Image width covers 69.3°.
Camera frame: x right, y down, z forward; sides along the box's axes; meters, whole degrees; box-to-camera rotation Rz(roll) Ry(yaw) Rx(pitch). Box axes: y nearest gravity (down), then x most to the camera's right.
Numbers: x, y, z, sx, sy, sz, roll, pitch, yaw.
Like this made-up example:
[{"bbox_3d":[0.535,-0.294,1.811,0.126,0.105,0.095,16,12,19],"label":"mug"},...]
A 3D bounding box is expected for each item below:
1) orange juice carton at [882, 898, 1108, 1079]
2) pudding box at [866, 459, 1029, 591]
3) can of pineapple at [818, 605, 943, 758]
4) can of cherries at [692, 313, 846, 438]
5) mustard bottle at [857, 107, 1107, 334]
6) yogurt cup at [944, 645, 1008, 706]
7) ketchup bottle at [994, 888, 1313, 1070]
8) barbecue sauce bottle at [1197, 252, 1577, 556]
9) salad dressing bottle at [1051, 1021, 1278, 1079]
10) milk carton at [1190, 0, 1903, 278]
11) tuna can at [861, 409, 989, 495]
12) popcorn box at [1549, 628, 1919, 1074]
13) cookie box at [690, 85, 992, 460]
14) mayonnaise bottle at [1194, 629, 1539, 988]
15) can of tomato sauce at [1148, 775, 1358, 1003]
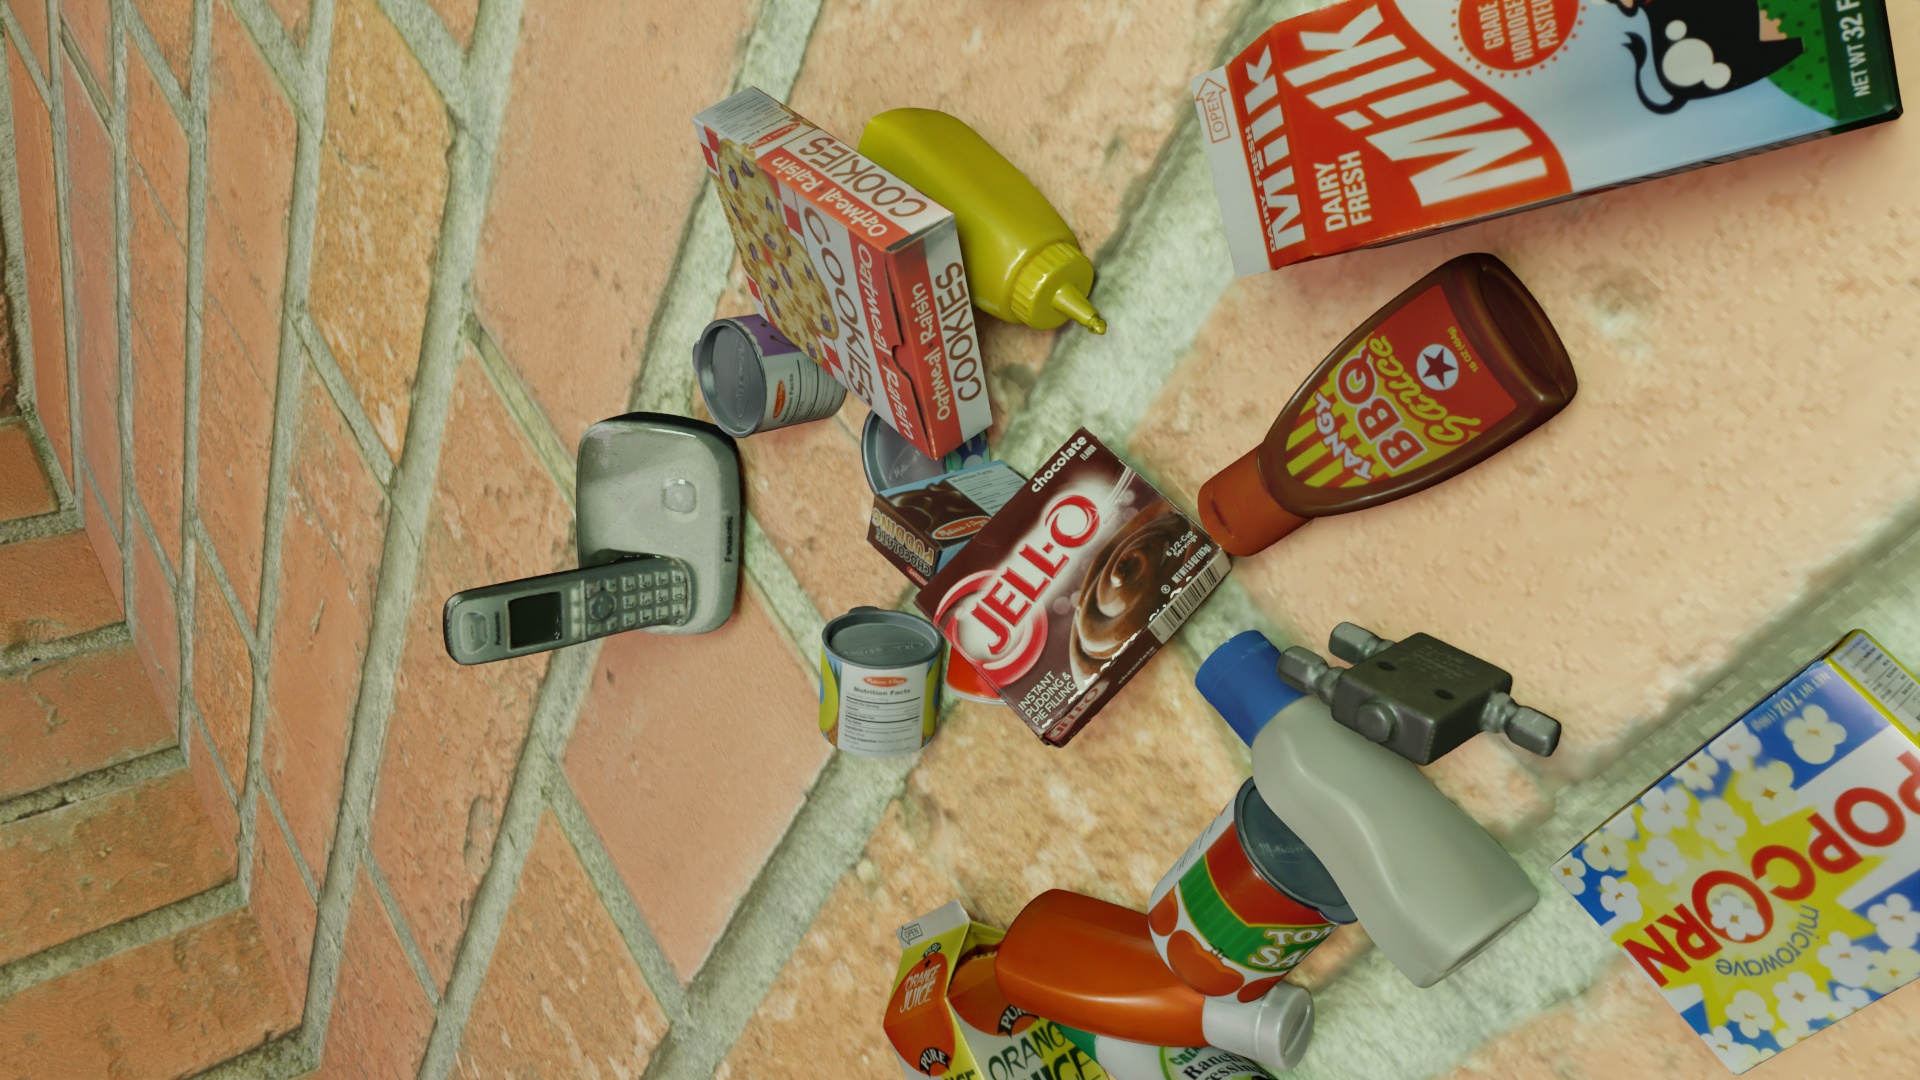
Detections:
[{"bbox_3d":[0.024,0.290,0.749,0.071,0.073,0.193,-43,70,47],"label":"orange juice carton"},{"bbox_3d":[0.002,-0.008,0.662,0.050,0.084,0.030,40,131,32],"label":"pudding box"},{"bbox_3d":[-0.044,0.077,0.761,0.071,0.071,0.057,27,123,40],"label":"can of pineapple"},{"bbox_3d":[-0.106,-0.097,0.776,0.071,0.058,0.071,21,119,43],"label":"can of cherries"},{"bbox_3d":[0.014,-0.137,0.631,0.160,0.049,0.065,45,142,28],"label":"mustard bottle"},{"bbox_3d":[0.027,0.046,0.671,0.072,0.072,0.054,11,103,46],"label":"yogurt cup"},{"bbox_3d":[0.091,0.209,0.657,0.149,0.065,0.043,5,124,39],"label":"ketchup bottle"},{"bbox_3d":[0.149,-0.040,0.516,0.148,0.044,0.065,-40,73,48],"label":"barbecue sauce bottle"},{"bbox_3d":[0.101,0.255,0.662,0.148,0.064,0.044,22,112,51],"label":"salad dressing bottle"},{"bbox_3d":[0.161,-0.134,0.414,0.190,0.074,0.072,-9,97,36],"label":"milk carton"},{"bbox_3d":[-0.017,-0.042,0.712,0.071,0.033,0.070,20,117,44],"label":"tuna can"},{"bbox_3d":[0.263,0.100,0.437,0.085,0.038,0.126,52,136,23],"label":"popcorn box"},{"bbox_3d":[-0.057,-0.128,0.663,0.168,0.040,0.122,41,157,38],"label":"cookie box"},{"bbox_3d":[0.153,0.099,0.548,0.148,0.065,0.041,51,139,30],"label":"mayonnaise bottle"},{"bbox_3d":[0.127,0.149,0.588,0.071,0.071,0.082,51,136,24],"label":"can of tomato sauce"}]
